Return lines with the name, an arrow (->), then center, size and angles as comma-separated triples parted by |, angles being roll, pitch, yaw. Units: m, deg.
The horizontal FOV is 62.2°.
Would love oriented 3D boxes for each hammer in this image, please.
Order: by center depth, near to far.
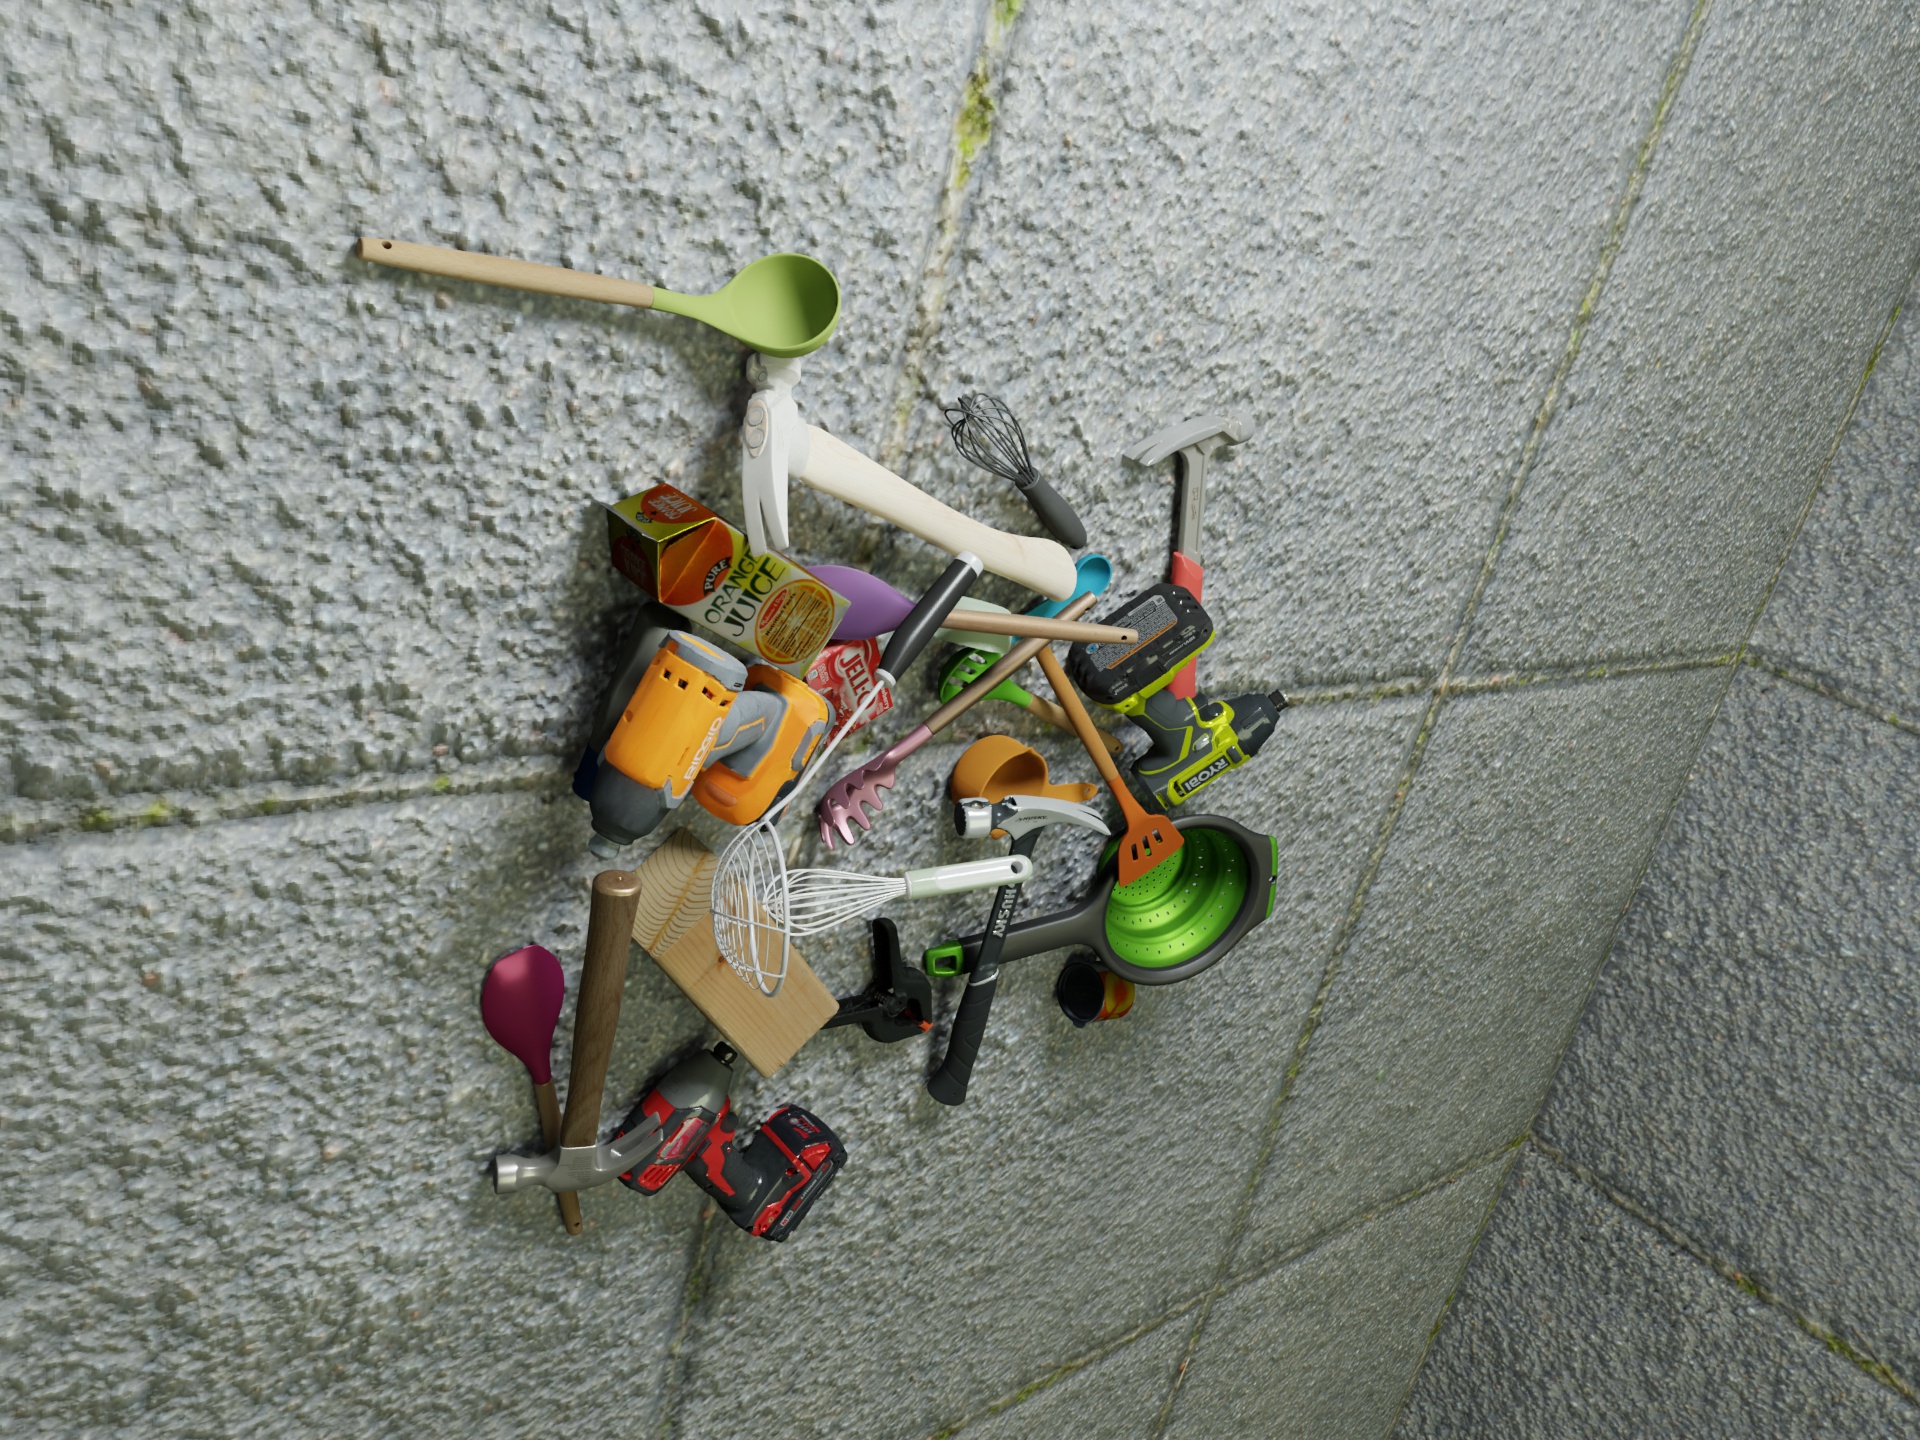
hammer -> -0.282, 0.248, 1.231 | 0.130, 0.031, 0.331 | 1, 126, -23
hammer -> -0.025, -0.150, 1.255 | 0.410, 0.038, 0.146 | 18, 66, -53
hammer -> 0.031, 0.232, 1.541 | 0.149, 0.036, 0.408 | -2, 128, -21
hammer -> 0.214, -0.120, 1.557 | 0.149, 0.037, 0.358 | -25, 130, -32

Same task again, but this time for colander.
colander -> 0.136, 0.186, 1.653 | 0.397, 0.095, 0.204 | -12, 119, -19

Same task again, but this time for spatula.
spatula -> 0.001, -0.084, 1.287 | 0.315, 0.018, 0.059 | 5, 107, -20
spatula -> 0.129, 0.032, 1.508 | 0.081, 0.041, 0.322 | -34, 118, -7

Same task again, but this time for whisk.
whisk -> 0.053, -0.203, 1.338 | 0.055, 0.055, 0.238 | -55, 145, -3
whisk -> -0.054, 0.145, 1.388 | 0.246, 0.058, 0.059 | -7, 165, -15

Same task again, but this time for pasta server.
pasta server -> -0.002, -0.004, 1.372 | 0.316, 0.040, 0.060 | -39, 153, -3

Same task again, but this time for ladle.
ladle -> -0.216, -0.280, 1.006 | 0.320, 0.078, 0.062 | -1, 155, -40

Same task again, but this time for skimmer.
skimmer -> -0.070, 0.034, 1.193 | 0.090, 0.127, 0.363 | 39, 73, -11

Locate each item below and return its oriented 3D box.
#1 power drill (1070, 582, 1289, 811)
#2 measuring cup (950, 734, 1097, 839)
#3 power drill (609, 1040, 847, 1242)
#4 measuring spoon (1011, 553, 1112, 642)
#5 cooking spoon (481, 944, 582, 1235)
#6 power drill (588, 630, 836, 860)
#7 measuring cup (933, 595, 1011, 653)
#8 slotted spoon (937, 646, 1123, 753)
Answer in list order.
power drill -> 0.217, -0.023, 1.548 | 0.171, 0.080, 0.223 | -35, 133, 6
measuring cup -> 0.061, 0.058, 1.508 | 0.173, 0.052, 0.095 | 2, 113, -48
power drill -> -0.206, 0.377, 1.432 | 0.143, 0.079, 0.219 | -52, 137, -6
measuring spoon -> 0.082, -0.110, 1.451 | 0.128, 0.021, 0.042 | -35, 129, -11
cooking spoon -> -0.336, 0.310, 1.297 | 0.069, 0.017, 0.318 | -24, 130, -31
power drill -> -0.185, 0.027, 1.155 | 0.164, 0.084, 0.226 | -61, 165, 4
measuring cup -> -0.029, -0.092, 1.318 | 0.167, 0.083, 0.038 | 12, 98, -32
slotted spoon -> 0.072, -0.011, 1.493 | 0.070, 0.031, 0.313 | -53, 143, 10
